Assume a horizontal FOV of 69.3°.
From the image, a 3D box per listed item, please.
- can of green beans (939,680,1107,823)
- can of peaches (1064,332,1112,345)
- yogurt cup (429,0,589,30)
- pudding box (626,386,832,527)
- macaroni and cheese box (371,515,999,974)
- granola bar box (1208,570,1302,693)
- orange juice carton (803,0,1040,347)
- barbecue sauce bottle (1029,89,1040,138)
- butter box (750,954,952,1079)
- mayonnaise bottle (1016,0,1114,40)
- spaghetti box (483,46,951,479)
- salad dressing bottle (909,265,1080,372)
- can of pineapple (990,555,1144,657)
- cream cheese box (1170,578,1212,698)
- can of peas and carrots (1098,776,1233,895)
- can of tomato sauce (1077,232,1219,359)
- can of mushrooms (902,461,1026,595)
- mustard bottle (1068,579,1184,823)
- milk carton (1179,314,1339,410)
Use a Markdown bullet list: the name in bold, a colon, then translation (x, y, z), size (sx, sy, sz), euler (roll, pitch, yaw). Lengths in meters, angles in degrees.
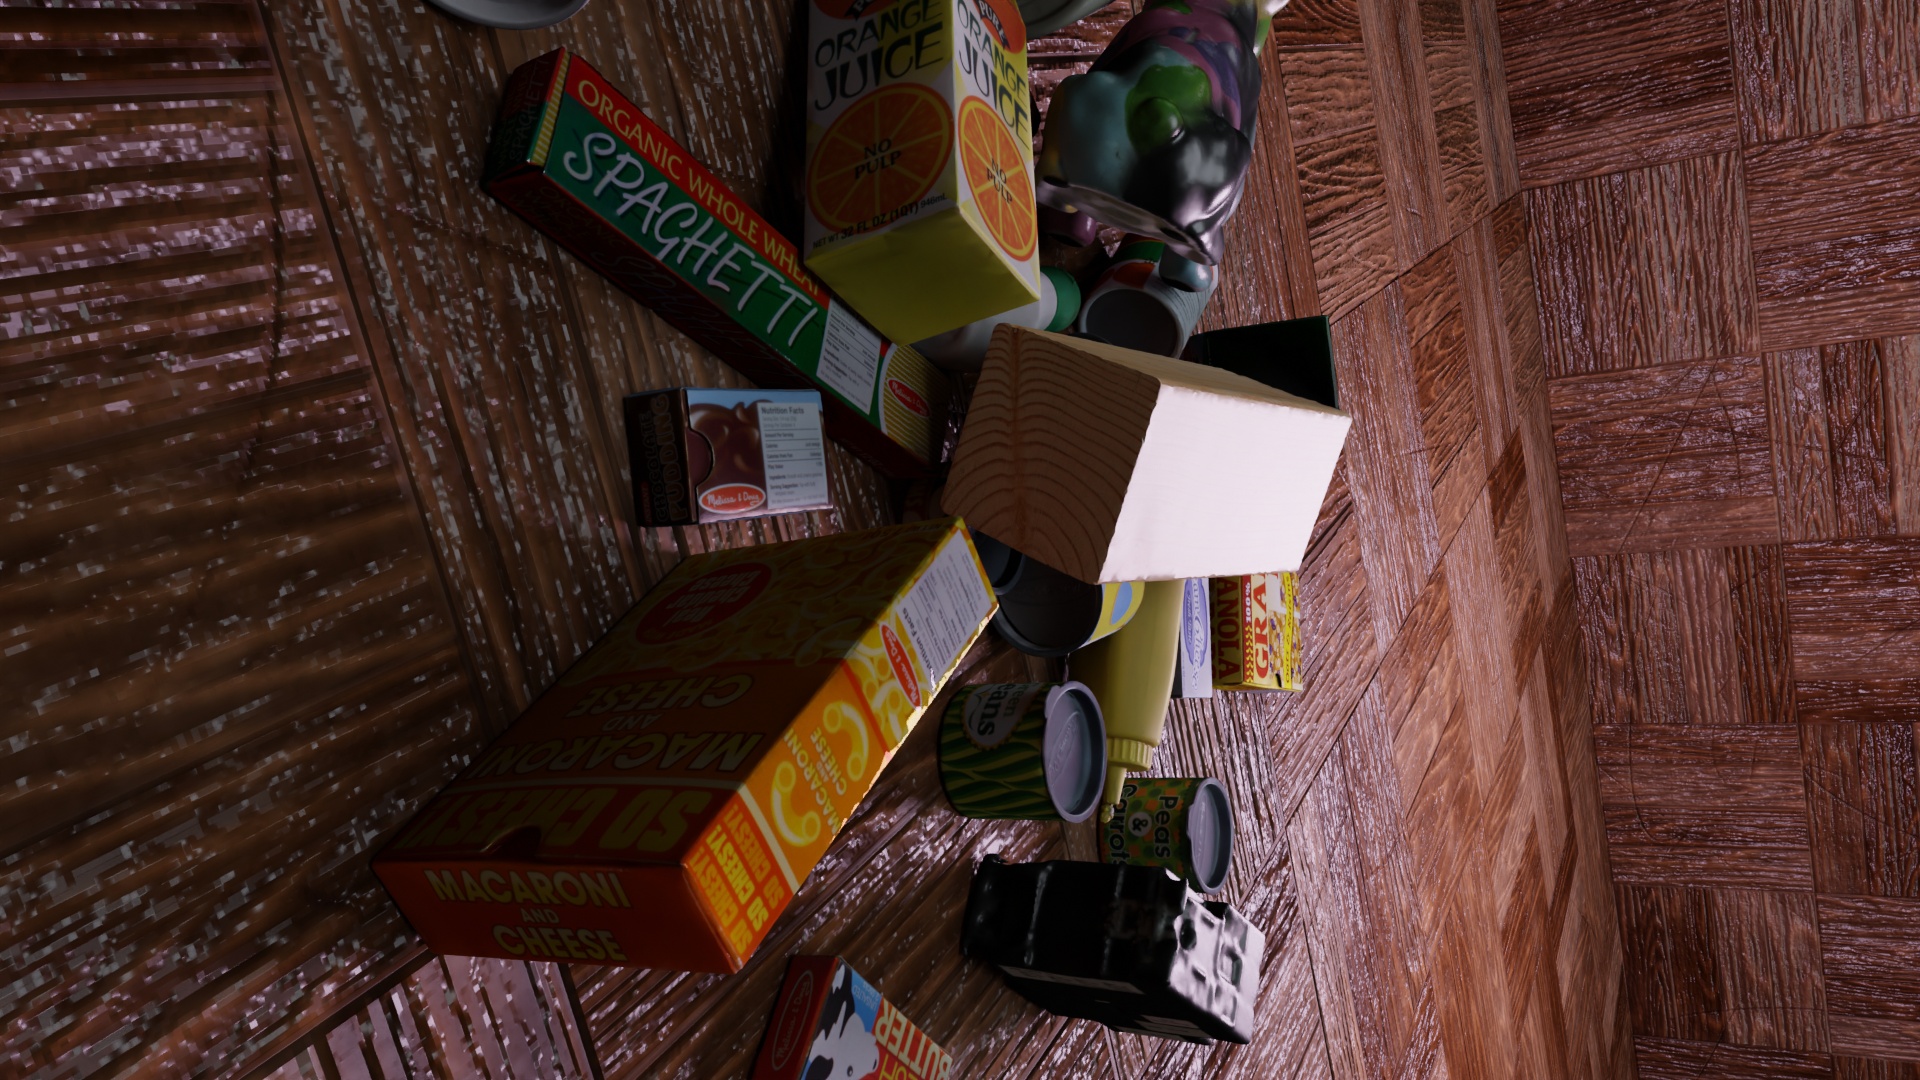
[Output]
- **can of green beans**: translation (0.031, 0.101, 0.668), size (0.071, 0.058, 0.071), euler (13, 74, -58)
- **can of peaches**: translation (0.072, -0.070, 0.752), size (0.058, 0.071, 0.071), euler (38, 54, -52)
- **yogurt cup**: translation (-0.141, -0.202, 0.428), size (0.072, 0.072, 0.054), euler (40, 44, -50)
- **pudding box**: translation (-0.085, -0.033, 0.524), size (0.084, 0.030, 0.049), euler (-10, 95, -59)
- **macaroni and cheese box**: translation (-0.078, 0.056, 0.431), size (0.167, 0.123, 0.040), euler (-51, 126, -49)
- **granola bar box**: translation (0.205, 0.024, 0.989), size (0.124, 0.039, 0.165), euler (15, 72, -57)
- **orange juice carton**: translation (-0.017, -0.189, 0.595), size (0.073, 0.071, 0.193), euler (36, 46, -53)
- **barbecue sauce bottle**: translation (-0.007, -0.261, 0.678), size (0.148, 0.043, 0.065), euler (63, 27, -30)
- **butter box**: translation (-0.041, 0.215, 0.564), size (0.103, 0.024, 0.053), euler (55, 41, -39)
- **mayonnaise bottle**: translation (0.067, -0.322, 0.797), size (0.041, 0.064, 0.149), euler (64, 31, -17)
- **spaghetti box**: translation (-0.080, -0.094, 0.544), size (0.249, 0.028, 0.050), euler (35, 56, -52)
- **salad dressing bottle**: translation (0.019, -0.117, 0.693), size (0.064, 0.044, 0.148), euler (50, 27, 8)
- **can of pineapple**: translation (0.054, 0.021, 0.712), size (0.058, 0.071, 0.071), euler (-14, 97, -60)
- **cream cheese box**: translation (0.140, 0.050, 0.893), size (0.053, 0.024, 0.104), euler (12, 75, -59)
- **can of peas and carrots**: translation (0.118, 0.169, 0.803), size (0.071, 0.058, 0.071), euler (15, 72, -57)
- **can of tomato sauce**: translation (0.113, -0.145, 0.840), size (0.083, 0.071, 0.071), euler (-58, 133, -45)
- **can of mushrooms**: translation (0.002, -0.008, 0.663), size (0.071, 0.033, 0.071), euler (12, 76, -58)
- **mustard bottle**: translation (0.088, 0.075, 0.759), size (0.049, 0.065, 0.160), euler (14, 71, -21)
- **milk carton**: translation (0.183, -0.101, 0.899), size (0.191, 0.073, 0.072), euler (-92, 174, -84)
